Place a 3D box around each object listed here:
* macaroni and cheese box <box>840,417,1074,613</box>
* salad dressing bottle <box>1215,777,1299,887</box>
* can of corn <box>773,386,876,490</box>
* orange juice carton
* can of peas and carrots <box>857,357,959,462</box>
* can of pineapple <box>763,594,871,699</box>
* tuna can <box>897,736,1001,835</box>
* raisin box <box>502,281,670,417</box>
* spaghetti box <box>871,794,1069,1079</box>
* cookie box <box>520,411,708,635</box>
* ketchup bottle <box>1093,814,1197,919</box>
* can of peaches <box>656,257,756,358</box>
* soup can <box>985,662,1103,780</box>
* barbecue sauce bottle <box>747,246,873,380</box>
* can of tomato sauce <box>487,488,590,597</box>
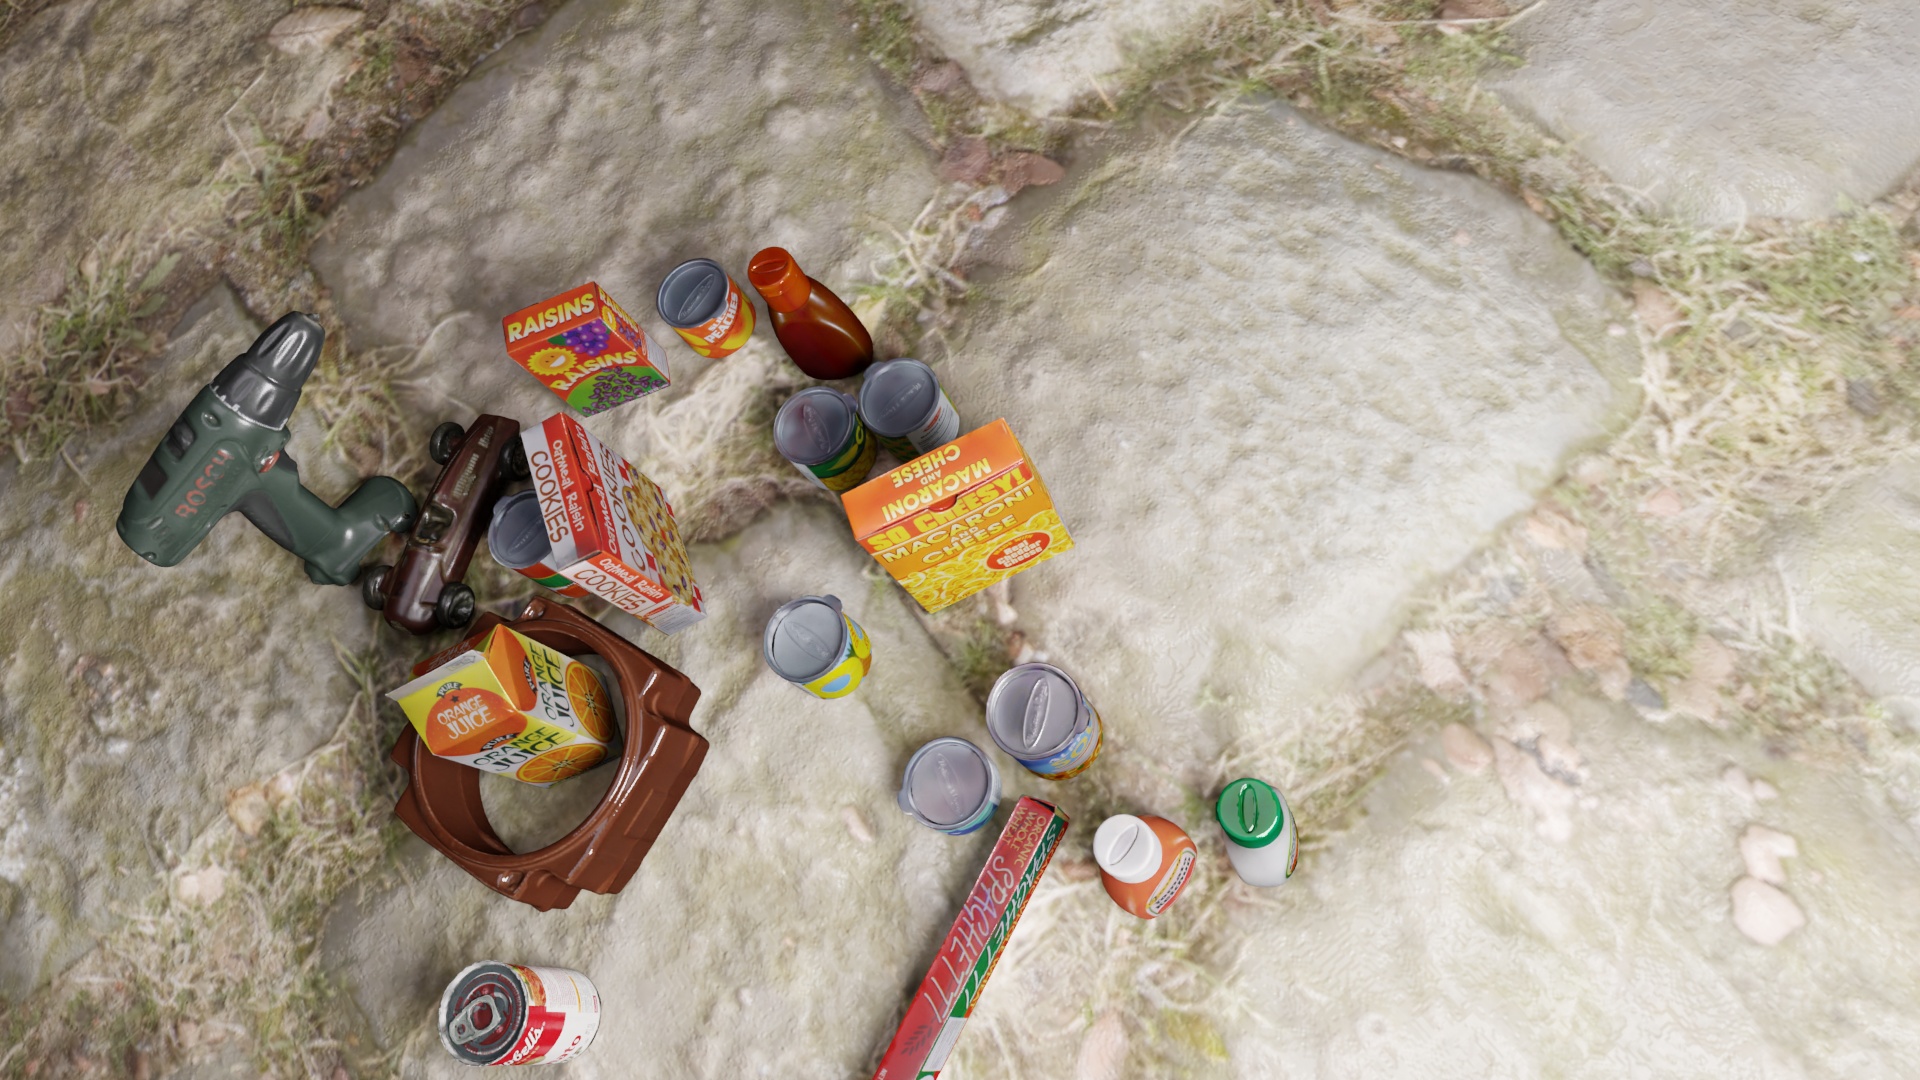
[{"bbox_3d":[0.003,-0.012,0.978,0.123,0.166,0.040,-26,65,6],"label":"macaroni and cheese box"},{"bbox_3d":[0.185,0.179,0.862,0.044,0.147,0.064,-2,70,16],"label":"salad dressing bottle"},{"bbox_3d":[-0.103,-0.081,1.096,0.071,0.058,0.071,-6,69,15],"label":"can of corn"},{"bbox_3d":[-0.329,0.120,1.013,0.072,0.192,0.073,-25,65,7],"label":"orange juice carton"},{"bbox_3d":[-0.041,-0.102,1.085,0.071,0.058,0.071,-6,69,15],"label":"can of peas and carrots"},{"bbox_3d":[-0.104,0.080,1.035,0.071,0.057,0.071,-6,69,15],"label":"can of pineapple"},{"bbox_3d":[-0.007,0.176,0.984,0.071,0.032,0.071,-6,69,15],"label":"tuna can"},{"bbox_3d":[-0.307,-0.156,1.149,0.086,0.123,0.040,-19,66,9],"label":"raisin box"},{"bbox_3d":[0.001,0.287,0.930,0.029,0.050,0.250,24,79,23],"label":"spaghetti box"},{"bbox_3d":[-0.260,-0.009,1.055,0.040,0.167,0.123,-26,65,6],"label":"cookie box"},{"bbox_3d":[0.114,0.201,0.874,0.043,0.148,0.065,32,82,24],"label":"ketchup bottle"},{"bbox_3d":[-0.212,-0.194,1.171,0.071,0.058,0.071,-6,69,15],"label":"can of peaches"},{"bbox_3d":[0.062,0.127,0.954,0.071,0.083,0.071,-6,69,15],"label":"soup can"},{"bbox_3d":[-0.120,-0.176,1.087,0.065,0.148,0.044,-8,69,14],"label":"barbecue sauce bottle"},{"bbox_3d":[-0.329,0.003,1.117,0.071,0.083,0.071,-6,69,15],"label":"can of tomato sauce"}]
